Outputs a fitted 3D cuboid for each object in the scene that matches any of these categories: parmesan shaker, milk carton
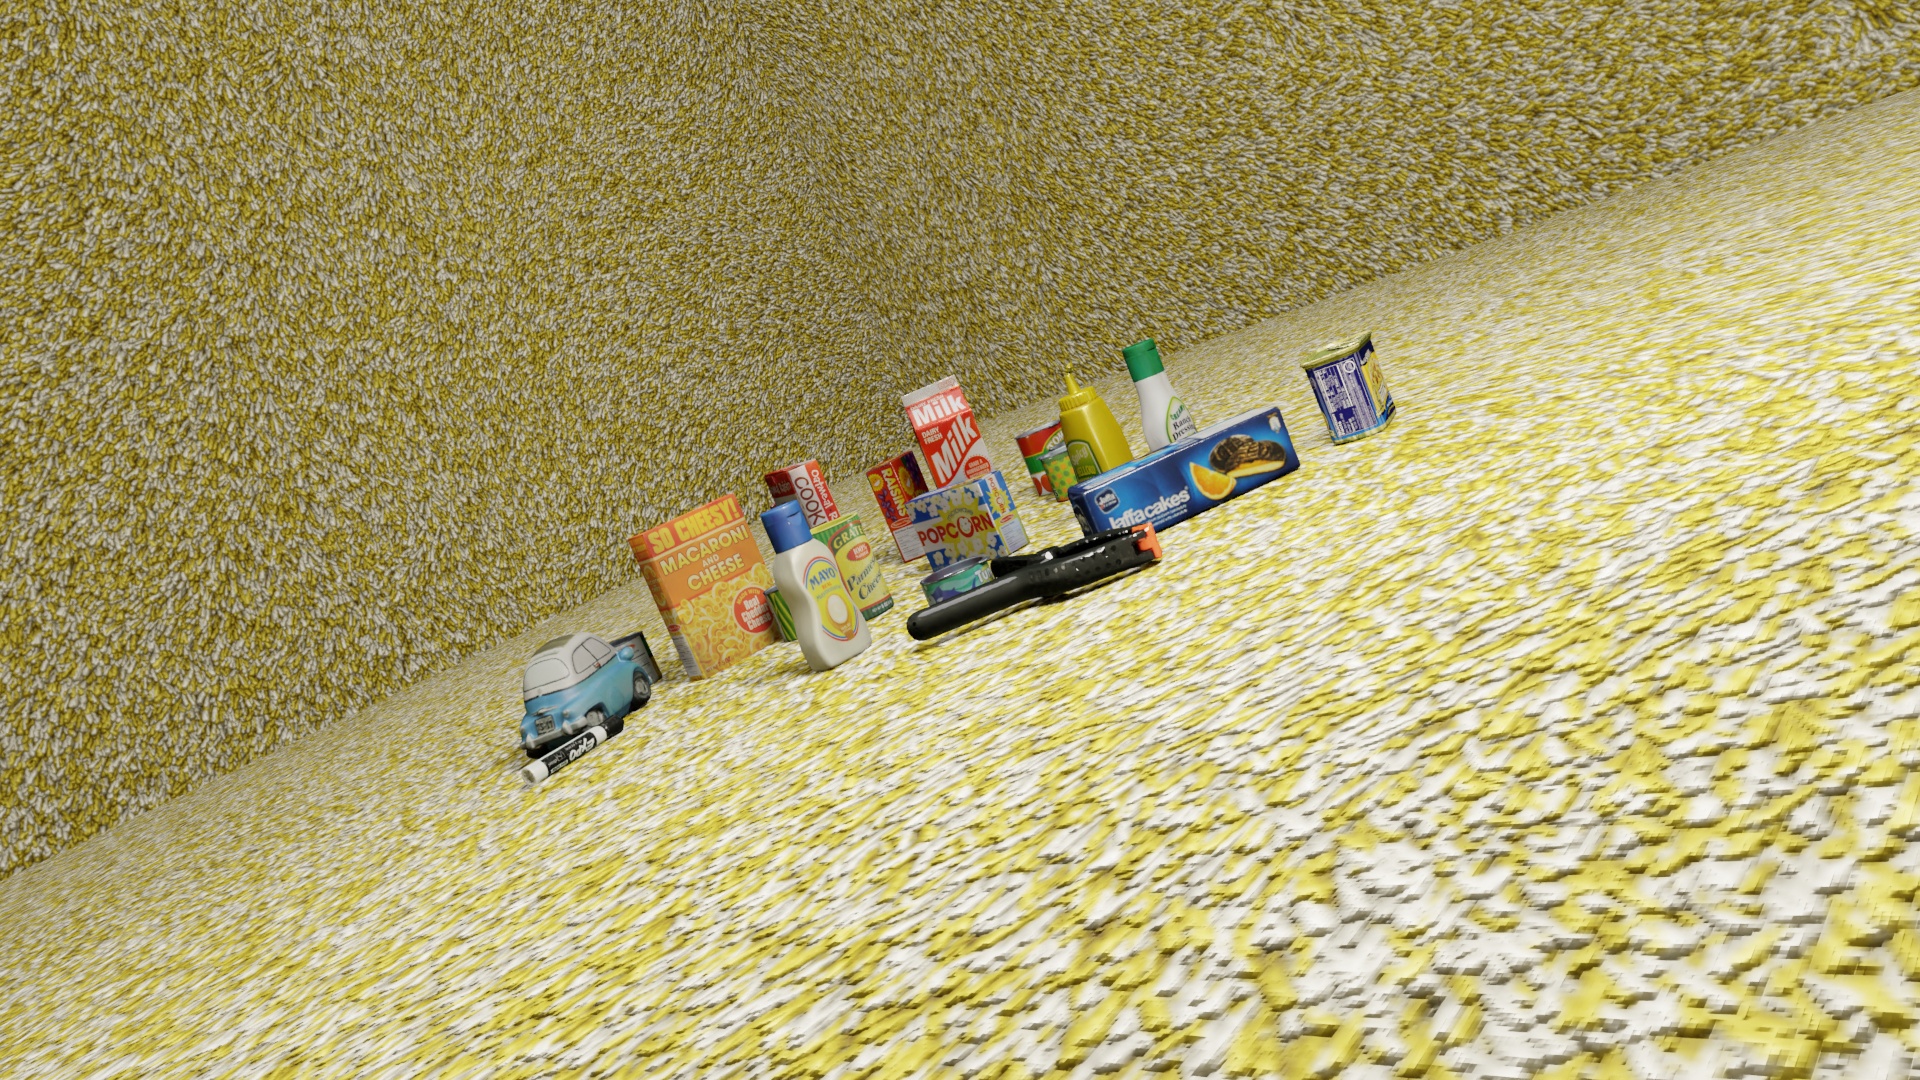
[{"bbox_3d":[-0.114,0.030,1.418,0.071,0.103,0.071,-22,7,3],"label":"parmesan shaker"},{"bbox_3d":[-0.003,-0.095,1.647,0.072,0.190,0.073,-23,7,-2],"label":"milk carton"}]

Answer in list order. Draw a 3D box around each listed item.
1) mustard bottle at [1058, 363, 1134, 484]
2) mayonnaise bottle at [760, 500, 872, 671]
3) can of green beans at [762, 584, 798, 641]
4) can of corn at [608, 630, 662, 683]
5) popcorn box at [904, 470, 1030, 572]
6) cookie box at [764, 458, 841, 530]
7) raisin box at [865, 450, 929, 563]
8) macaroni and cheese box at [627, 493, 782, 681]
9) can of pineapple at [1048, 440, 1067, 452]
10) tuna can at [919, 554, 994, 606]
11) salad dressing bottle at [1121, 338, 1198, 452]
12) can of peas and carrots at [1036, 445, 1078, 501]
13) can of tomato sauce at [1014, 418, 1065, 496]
[{"bbox_3d":[0.134,-0.103,1.411,0.049,0.160,0.065,-27,8,-31],"label":"mustard bottle"},{"bbox_3d":[-0.133,0.038,1.234,0.041,0.148,0.065,-16,9,45],"label":"mayonnaise bottle"},{"bbox_3d":[-0.169,0.069,1.482,0.071,0.057,0.071,-22,7,3],"label":"can of green beans"},{"bbox_3d":[-0.384,0.143,1.591,0.071,0.058,0.071,-22,7,3],"label":"can of corn"},{"bbox_3d":[0.005,-0.019,1.481,0.038,0.085,0.126,-29,9,-41],"label":"popcorn box"},{"bbox_3d":[-0.166,-0.008,1.601,0.040,0.167,0.123,-25,7,-19],"label":"cookie box"},{"bbox_3d":[-0.065,-0.043,1.726,0.040,0.123,0.086,-20,7,21],"label":"raisin box"},{"bbox_3d":[-0.267,0.049,1.492,0.124,0.166,0.040,-28,9,-39],"label":"macaroni and cheese box"},{"bbox_3d":[0.150,-0.099,1.740,0.071,0.058,0.071,-22,7,3],"label":"can of pineapple"},{"bbox_3d":[0.001,0.040,1.274,0.071,0.033,0.071,-22,7,3],"label":"tuna can"},{"bbox_3d":[0.218,-0.145,1.507,0.064,0.147,0.044,-29,9,-41],"label":"salad dressing bottle"},{"bbox_3d":[0.134,-0.084,1.675,0.071,0.058,0.071,-22,7,3],"label":"can of peas and carrots"},{"bbox_3d":[0.117,-0.108,1.800,0.071,0.083,0.071,-22,7,3],"label":"can of tomato sauce"}]
